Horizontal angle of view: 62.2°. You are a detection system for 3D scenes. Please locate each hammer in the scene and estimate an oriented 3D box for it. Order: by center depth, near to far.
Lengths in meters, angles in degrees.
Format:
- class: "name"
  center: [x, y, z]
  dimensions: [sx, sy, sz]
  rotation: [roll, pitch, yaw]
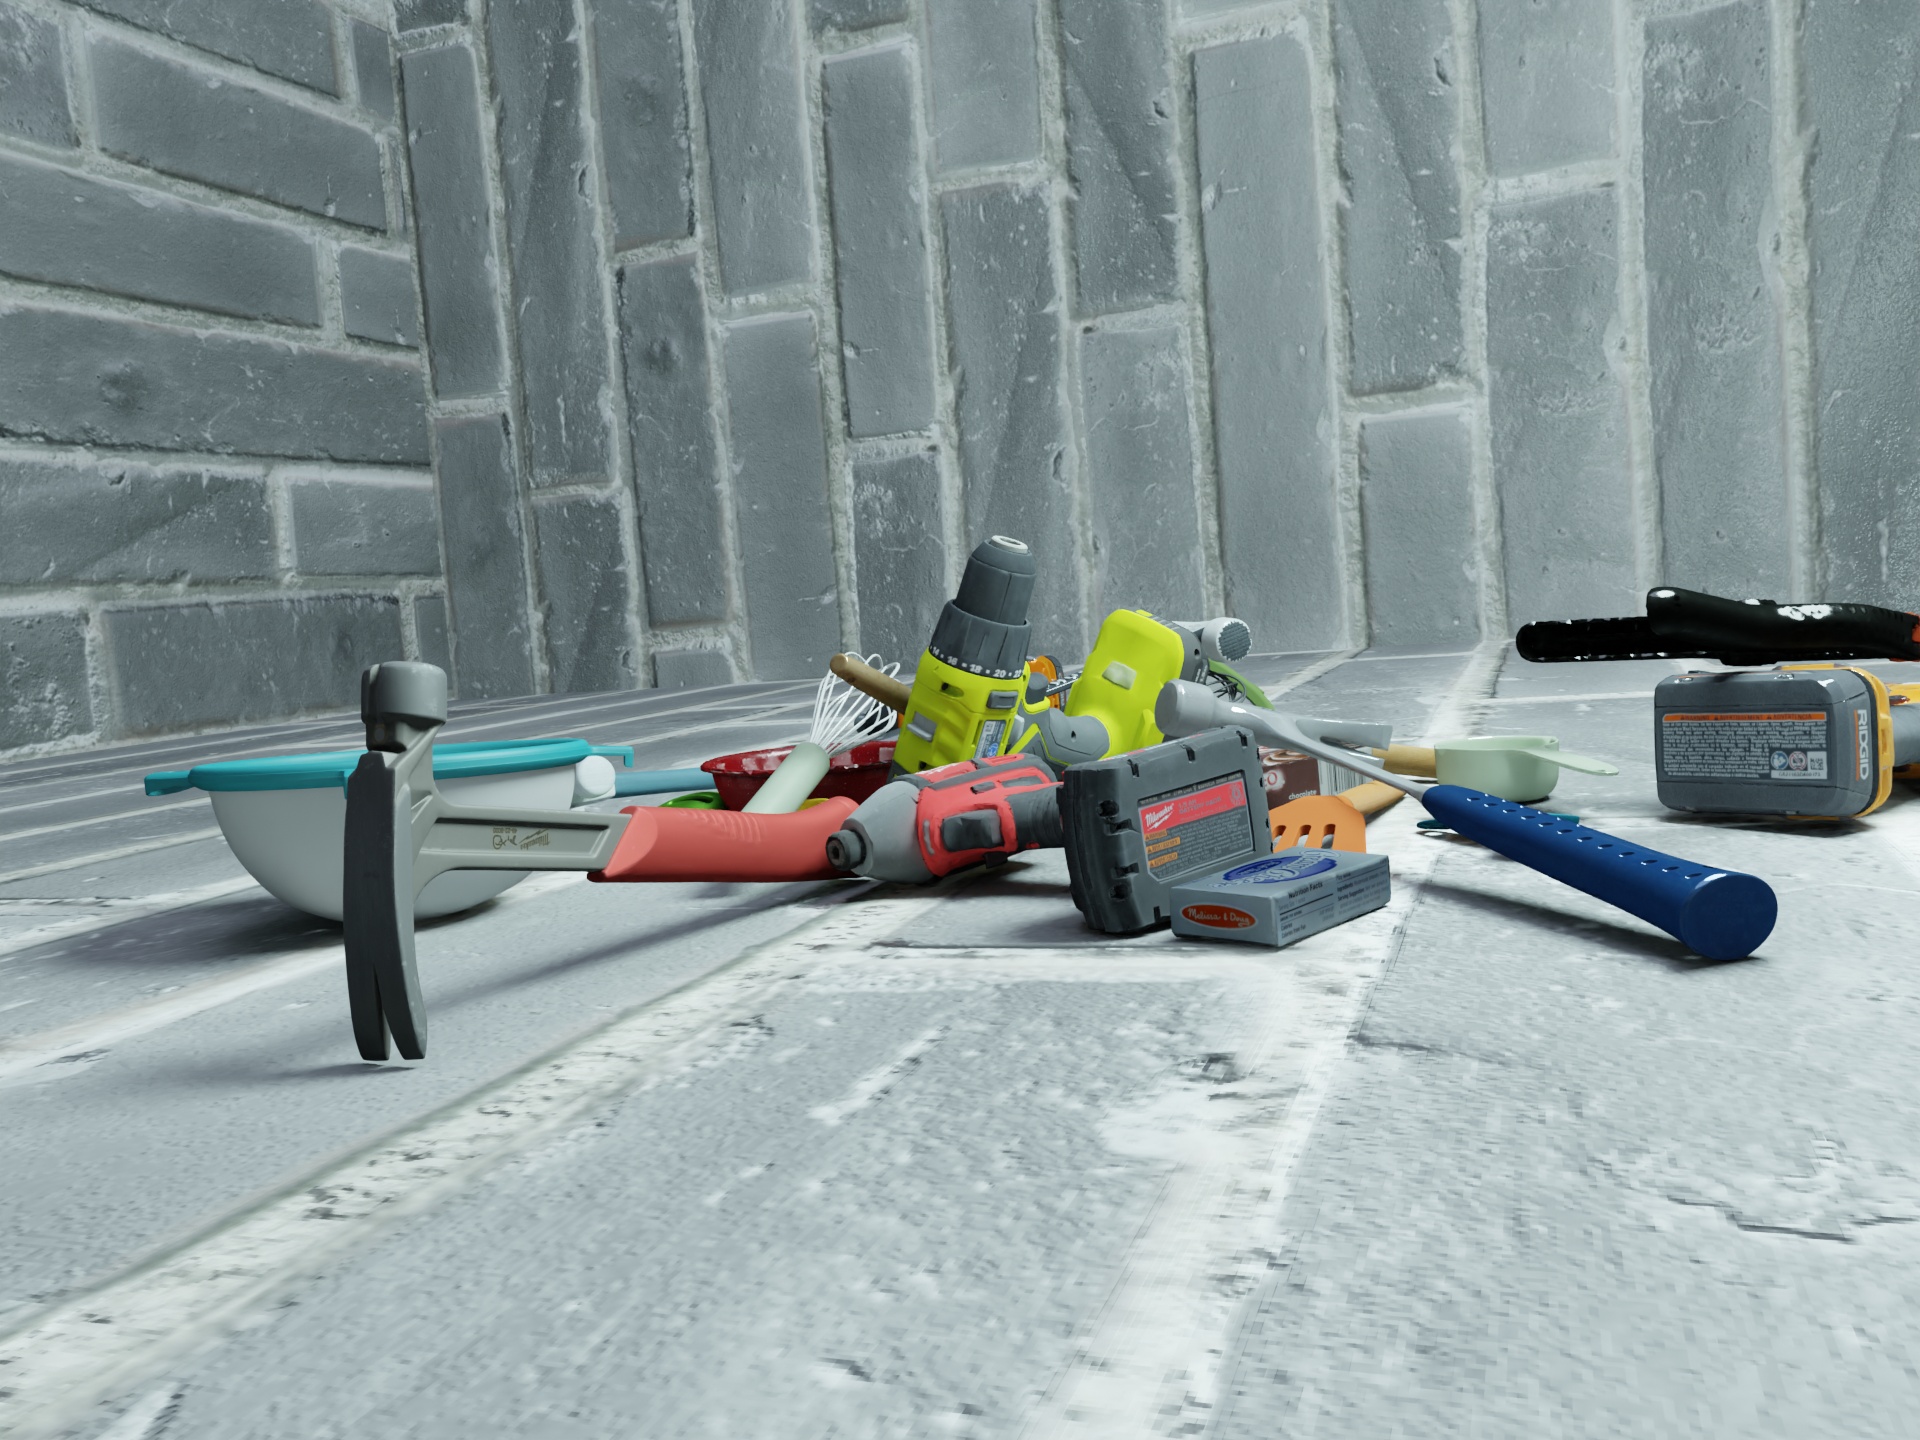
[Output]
- class: "hammer"
  center: [-0.138, 0.068, 0.746]
  dimensions: [0.037, 0.149, 0.359]
  rotation: [-7, -8, 26]
- class: "hammer"
  center: [0.237, 0.037, 0.779]
  dimensions: [0.144, 0.035, 0.406]
  rotation: [11, 7, -17]
- class: "hammer"
  center: [0.023, -0.009, 1.247]
  dimensions: [0.409, 0.036, 0.149]
  rotation: [-20, 14, -22]
- class: "hammer"
  center: [-0.177, 0.044, 1.275]
  dimensions: [0.331, 0.033, 0.128]
  rotation: [-4, -9, -38]

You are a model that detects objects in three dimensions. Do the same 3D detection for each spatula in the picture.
- class: "spatula"
  center: [0.224, 0.058, 0.915]
  dimensions: [0.081, 0.041, 0.322]
  rotation: [-4, 0, 26]

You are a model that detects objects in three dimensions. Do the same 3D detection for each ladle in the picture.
- class: "ladle"
  center: [-0.002, -0.003, 1.067]
  dimensions: [0.078, 0.062, 0.320]
  rotation: [-18, -23, 22]

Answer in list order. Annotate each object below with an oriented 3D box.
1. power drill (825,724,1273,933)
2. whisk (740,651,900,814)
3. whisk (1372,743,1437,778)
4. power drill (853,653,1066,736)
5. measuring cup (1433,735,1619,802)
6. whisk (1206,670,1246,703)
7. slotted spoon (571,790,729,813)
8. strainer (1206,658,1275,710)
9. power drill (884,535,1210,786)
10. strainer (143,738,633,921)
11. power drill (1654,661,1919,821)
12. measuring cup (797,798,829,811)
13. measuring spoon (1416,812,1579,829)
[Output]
- class: "power drill"
  center: [0.038, 0.053, 0.809]
  dimensions: [0.143, 0.078, 0.220]
  rotation: [-13, 5, -37]
- class: "whisk"
  center: [-0.090, 0.020, 0.977]
  dimensions: [0.059, 0.057, 0.246]
  rotation: [-30, 13, 28]
- class: "whisk"
  center: [0.271, 0.025, 1.177]
  dimensions: [0.245, 0.047, 0.051]
  rotation: [6, 22, 43]
- class: "power drill"
  center: [0.002, -0.014, 1.657]
  dimensions: [0.164, 0.084, 0.226]
  rotation: [-3, 9, 27]
- class: "measuring cup"
  center: [0.351, 0.036, 0.972]
  dimensions: [0.083, 0.038, 0.168]
  rotation: [-5, 7, -10]
- class: "whisk"
  center: [0.122, 0.010, 1.257]
  dimensions: [0.239, 0.055, 0.055]
  rotation: [-20, 9, -18]
- class: "slotted spoon"
  center: [-0.294, 0.075, 1.154]
  dimensions: [0.314, 0.031, 0.070]
  rotation: [-5, 3, 15]
- class: "strainer"
  center: [0.206, 0.003, 1.403]
  dimensions: [0.151, 0.069, 0.256]
  rotation: [26, 20, -8]
- class: "power drill"
  center: [0.058, -0.019, 1.019]
  dimensions: [0.228, 0.190, 0.080]
  rotation: [-1, 24, -47]
- class: "strainer"
  center: [-0.366, 0.066, 0.922]
  dimensions: [0.340, 0.095, 0.211]
  rotation: [-4, 1, 32]
- class: "power drill"
  center: [0.500, 0.009, 0.926]
  dimensions: [0.226, 0.084, 0.185]
  rotation: [-3, 1, -30]
- class: "measuring cup"
  center: [-0.144, 0.083, 0.961]
  dimensions: [0.156, 0.029, 0.062]
  rotation: [-16, 15, 12]
- class: "measuring spoon"
  center: [0.285, 0.063, 0.862]
  dimensions: [0.042, 0.021, 0.128]
  rotation: [5, -7, -15]
